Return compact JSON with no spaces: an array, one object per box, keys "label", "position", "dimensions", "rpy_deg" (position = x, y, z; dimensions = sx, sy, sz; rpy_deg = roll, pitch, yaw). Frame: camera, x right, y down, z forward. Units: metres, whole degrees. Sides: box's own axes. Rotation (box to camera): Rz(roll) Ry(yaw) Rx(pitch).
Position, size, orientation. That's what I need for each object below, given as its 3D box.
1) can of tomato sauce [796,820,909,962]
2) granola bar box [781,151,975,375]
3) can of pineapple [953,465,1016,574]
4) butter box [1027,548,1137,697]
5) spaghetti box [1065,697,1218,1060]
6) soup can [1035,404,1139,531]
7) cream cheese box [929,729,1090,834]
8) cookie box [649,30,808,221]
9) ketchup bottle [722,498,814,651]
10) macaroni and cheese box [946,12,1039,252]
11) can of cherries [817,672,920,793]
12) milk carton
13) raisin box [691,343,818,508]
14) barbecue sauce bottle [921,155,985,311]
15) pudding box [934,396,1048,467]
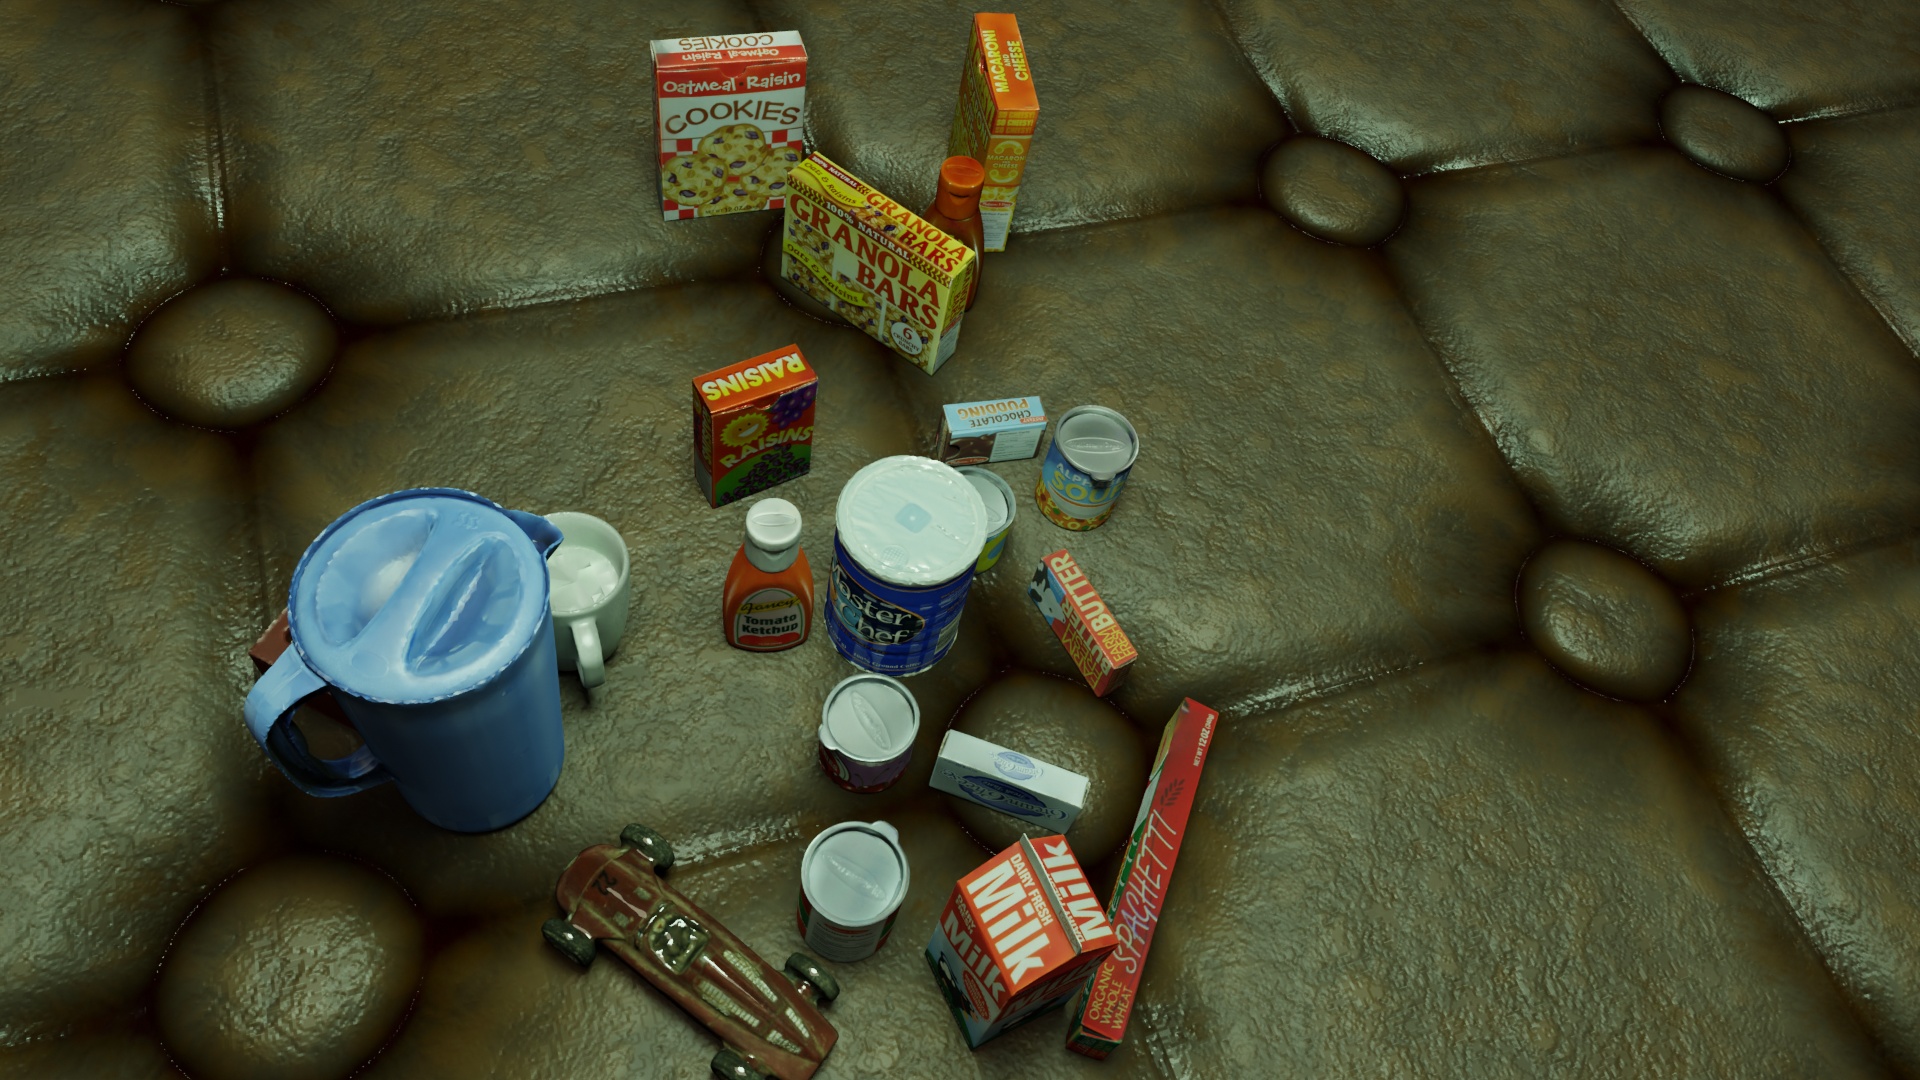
[{"label":"can of tomato sauce","position":[-0.069,0.223,0.884],"dimensions":[0.071,0.082,0.071],"rpy_deg":[5,57,-7]},{"label":"granola bar box","position":[-0.071,-0.228,1.150],"dimensions":[0.166,0.123,0.039],"rpy_deg":[35,59,12]},{"label":"can of pineapple","position":[0.004,-0.013,1.064],"dimensions":[0.071,0.057,0.071],"rpy_deg":[5,57,-7]},{"label":"butter box","position":[0.090,0.061,1.034],"dimensions":[0.024,0.052,0.104],"rpy_deg":[-23,64,-22]},{"label":"spaghetti box","position":[0.125,0.223,0.938],"dimensions":[0.029,0.050,0.251],"rpy_deg":[22,57,4]},{"label":"soup can","position":[0.098,-0.053,1.091],"dimensions":[0.071,0.083,0.072],"rpy_deg":[5,57,-7]},{"label":"cream cheese box","position":[0.033,0.167,0.956],"dimensions":[0.104,0.053,0.024],"rpy_deg":[19,57,3]},{"label":"cookie box","position":[-0.197,-0.349,1.180],"dimensions":[0.123,0.166,0.040],"rpy_deg":[-10,60,-16]},{"label":"ketchup bottle","position":[-0.132,0.025,0.962],"dimensions":[0.065,0.148,0.044],"rpy_deg":[-2,58,-11]},{"label":"macaroni and cheese box","position":[0.025,-0.356,1.224],"dimensions":[0.040,0.165,0.124],"rpy_deg":[-3,58,-12]},{"label":"can of cherries","position":[-0.066,0.134,0.957],"dimensions":[0.071,0.058,0.072],"rpy_deg":[5,57,-7]},{"label":"milk carton","position":[0.036,0.238,0.829],"dimensions":[0.074,0.189,0.072],"rpy_deg":[-19,63,-20]},{"label":"raisin box","position":[-0.155,-0.084,1.043],"dimensions":[0.086,0.122,0.040],"rpy_deg":[-22,64,-22]},{"label":"barbecue sauce bottle","position":[-0.008,-0.255,1.164],"dimensions":[0.065,0.147,0.044],"rpy_deg":[10,57,-4]},{"label":"pudding box","position":[0.024,-0.088,1.121],"dimensions":[0.084,0.049,0.030],"rpy_deg":[-7,59,-14]}]
